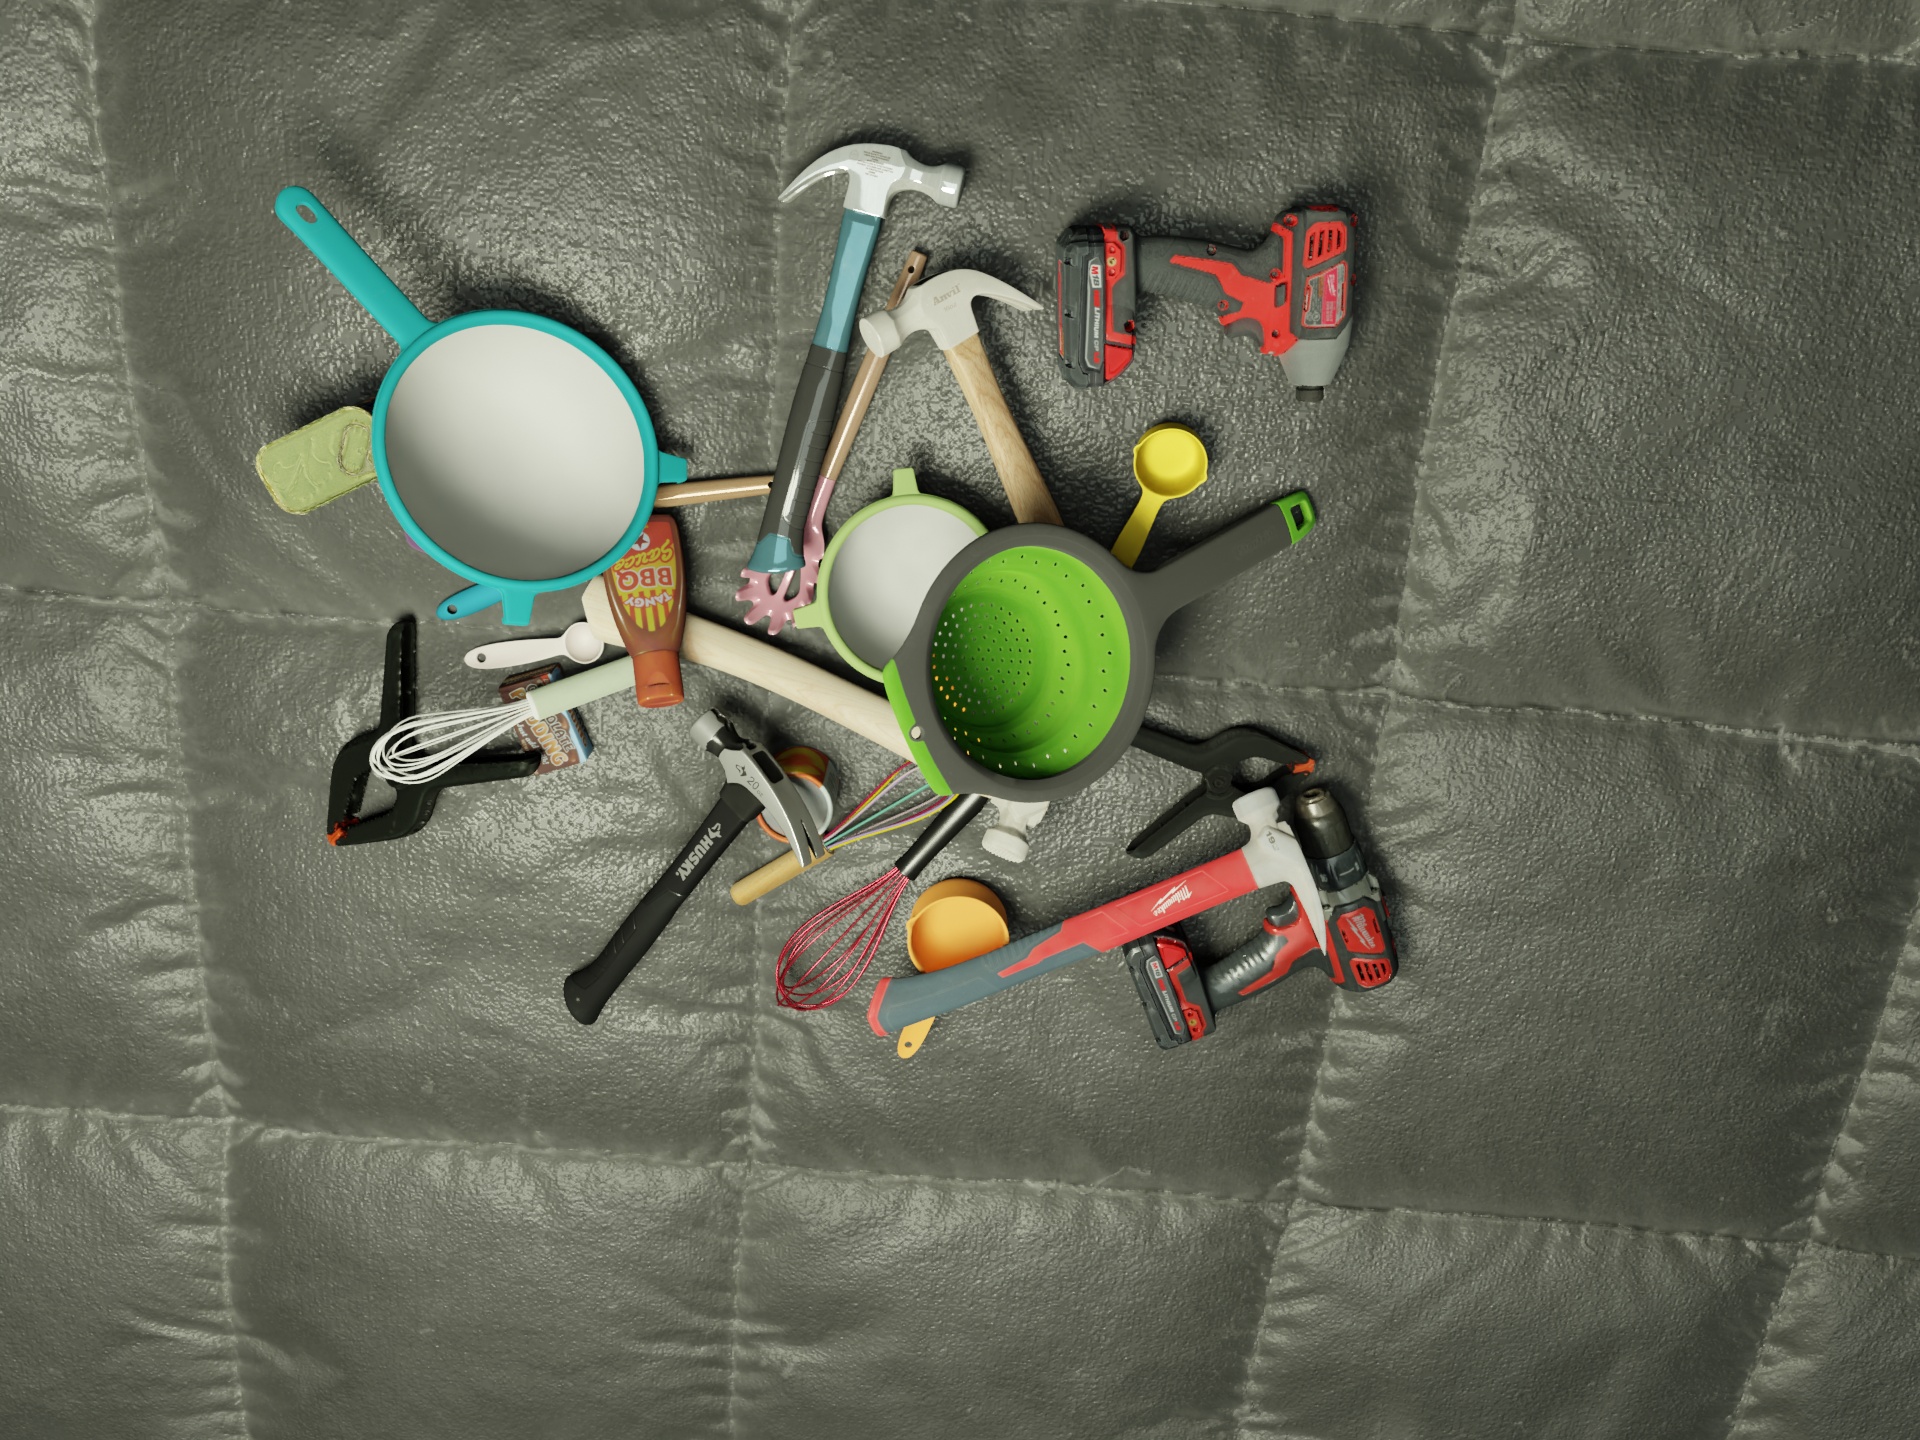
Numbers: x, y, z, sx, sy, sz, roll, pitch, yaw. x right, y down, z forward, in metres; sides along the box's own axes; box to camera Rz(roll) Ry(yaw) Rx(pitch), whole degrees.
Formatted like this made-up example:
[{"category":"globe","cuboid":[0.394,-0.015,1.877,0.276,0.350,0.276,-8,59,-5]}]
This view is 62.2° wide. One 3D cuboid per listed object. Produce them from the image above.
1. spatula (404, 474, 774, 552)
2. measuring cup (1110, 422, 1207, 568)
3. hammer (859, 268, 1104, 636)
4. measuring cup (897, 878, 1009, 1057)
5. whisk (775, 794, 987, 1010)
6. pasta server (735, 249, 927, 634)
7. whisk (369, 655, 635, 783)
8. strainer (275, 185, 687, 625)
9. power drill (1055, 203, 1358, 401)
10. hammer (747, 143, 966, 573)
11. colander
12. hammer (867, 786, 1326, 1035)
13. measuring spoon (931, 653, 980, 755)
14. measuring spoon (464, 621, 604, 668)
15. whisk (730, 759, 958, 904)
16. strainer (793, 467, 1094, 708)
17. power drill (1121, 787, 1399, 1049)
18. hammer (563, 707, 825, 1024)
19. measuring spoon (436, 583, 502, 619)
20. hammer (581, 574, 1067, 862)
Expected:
[{"category":"spatula","cuboid":[-0.292,-0.171,1.270,0.316,0.018,0.059,-6,106,4]},{"category":"measuring cup","cuboid":[0.145,-0.167,1.267,0.062,0.029,0.156,22,122,-6]},{"category":"hammer","cuboid":[0.047,-0.191,1.228,0.130,0.031,0.331,-35,117,-15]},{"category":"measuring cup","cuboid":[-0.018,0.217,1.398,0.095,0.052,0.173,21,112,-7]},{"category":"whisk","cuboid":[-0.060,0.144,1.368,0.073,0.073,0.296,40,101,-13]},{"category":"pasta server","cuboid":[-0.095,-0.214,1.239,0.060,0.040,0.316,25,108,1]},{"category":"whisk","cuboid":[-0.351,-0.009,1.278,0.246,0.059,0.057,-22,141,-19]},{"category":"strainer","cuboid":[-0.383,-0.240,1.183,0.340,0.095,0.211,49,63,-16]},{"category":"power drill","cuboid":[0.183,-0.305,1.183,0.219,0.079,0.143,-3,111,-1]},{"category":"hammer","cuboid":[-0.101,-0.267,1.200,0.128,0.033,0.331,17,104,2]},{"category":"colander","cuboid":[0.103,-0.082,1.224,0.397,0.094,0.204,-30,106,-22]},{"category":"hammer","cuboid":[0.106,0.193,1.317,0.386,0.038,0.143,-24,76,9]},{"category":"measuring spoon","cuboid":[-0.002,-0.004,1.249,0.021,0.011,0.116,-27,113,0]},{"category":"measuring spoon","cuboid":[-0.352,-0.059,1.318,0.124,0.018,0.034,-7,99,11]},{"category":"whisk","cuboid":[-0.097,0.092,1.359,0.245,0.051,0.047,-31,100,17]},{"category":"strainer","cuboid":[0.000,-0.076,1.275,0.256,0.069,0.151,35,92,-16]},{"category":"power drill","cuboid":[0.250,0.170,1.364,0.226,0.080,0.187,-20,110,5]},{"category":"hammer","cuboid":[-0.244,0.151,1.347,0.146,0.035,0.334,45,119,9]},{"category":"measuring spoon","cuboid":[-0.371,-0.107,1.293,0.128,0.021,0.042,-22,109,8]},{"category":"hammer","cuboid":[-0.109,-0.031,1.295,0.410,0.038,0.146,24,77,-2]}]
